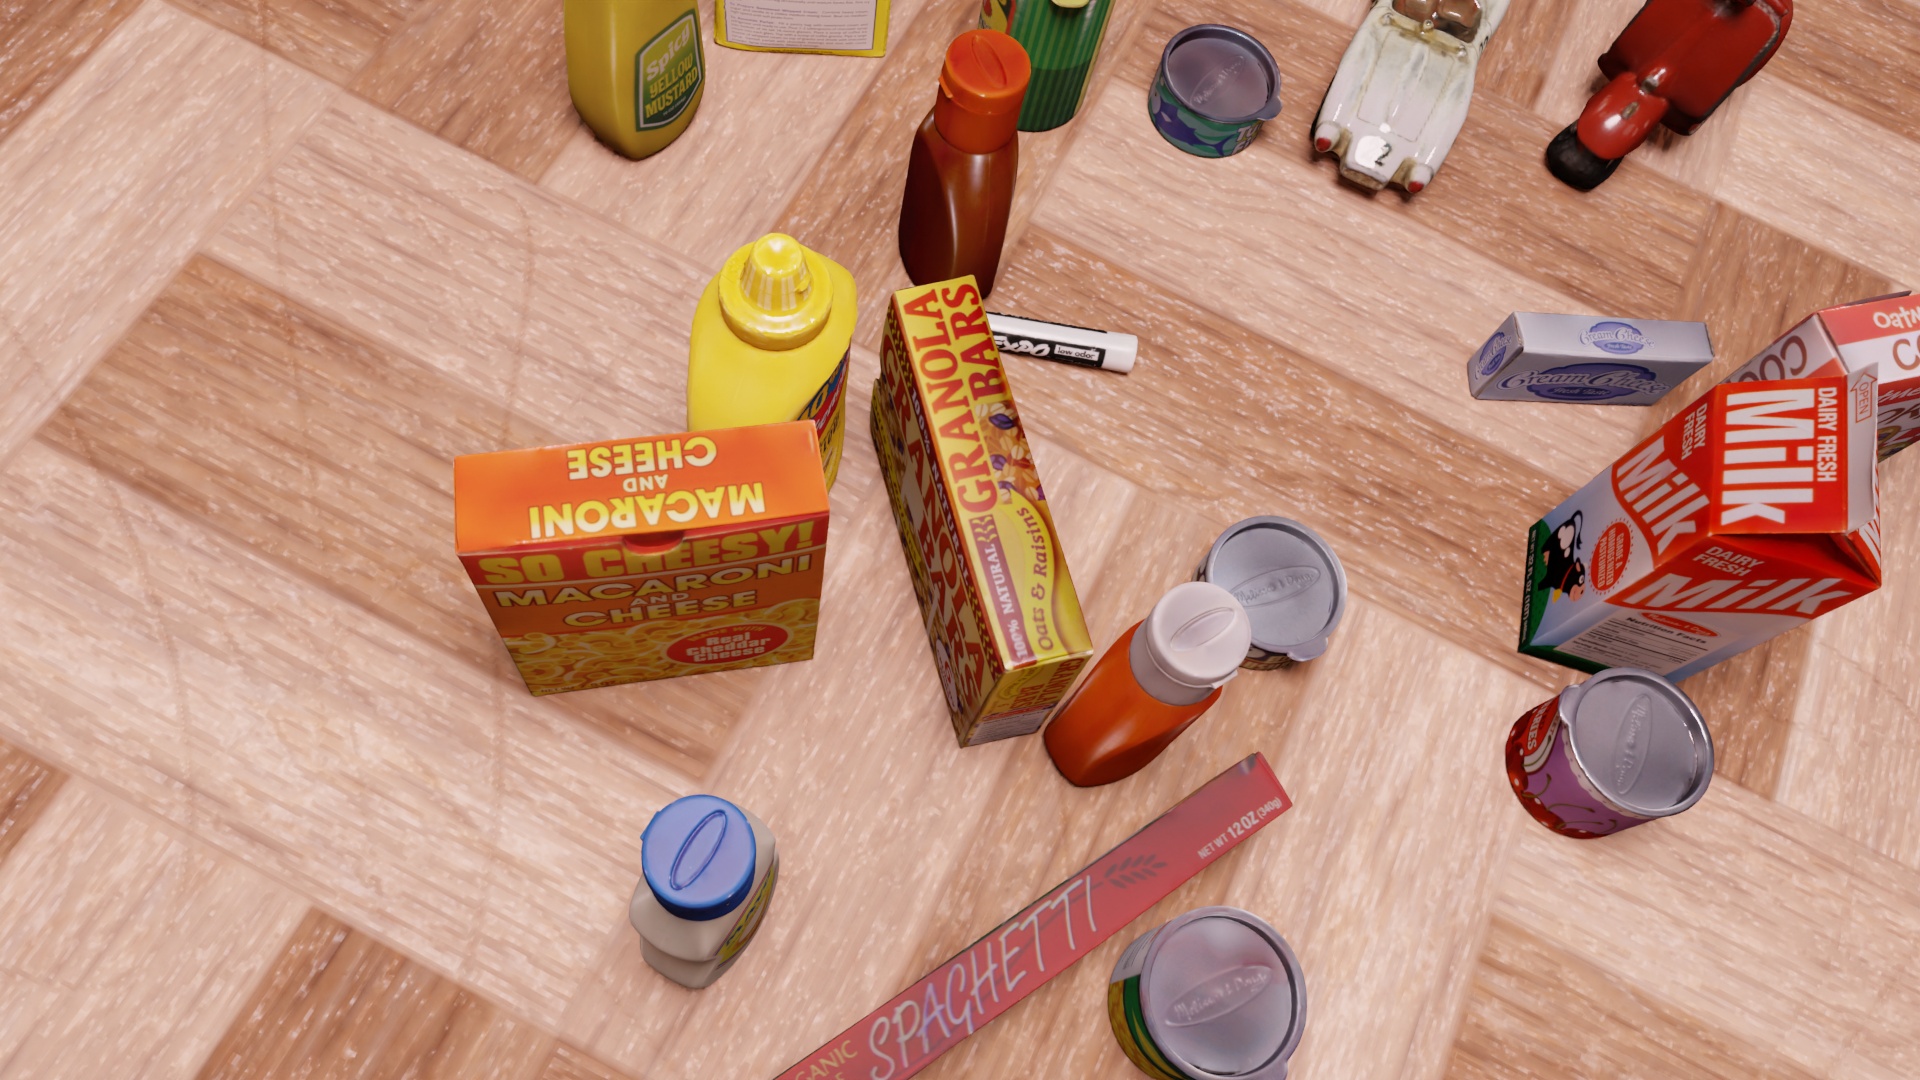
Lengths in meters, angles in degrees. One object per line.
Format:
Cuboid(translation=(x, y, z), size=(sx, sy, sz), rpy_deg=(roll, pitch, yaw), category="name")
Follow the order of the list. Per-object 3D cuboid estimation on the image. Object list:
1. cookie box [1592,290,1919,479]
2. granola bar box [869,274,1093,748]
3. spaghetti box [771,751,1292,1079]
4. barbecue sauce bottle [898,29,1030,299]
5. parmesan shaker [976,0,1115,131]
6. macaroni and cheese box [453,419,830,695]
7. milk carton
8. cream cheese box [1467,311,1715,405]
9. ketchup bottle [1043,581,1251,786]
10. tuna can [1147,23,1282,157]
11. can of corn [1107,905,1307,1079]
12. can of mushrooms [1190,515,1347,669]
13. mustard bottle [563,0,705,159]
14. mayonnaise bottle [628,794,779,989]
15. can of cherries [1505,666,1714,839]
Cuboid(translation=(0.395, -0.058, 0.641), size=(0.123, 0.166, 0.040), rpy_deg=(-11, 70, -12), category="cookie box")
Cuboid(translation=(0.002, -0.007, 0.586), size=(0.039, 0.123, 0.166), rpy_deg=(-12, 70, -13), category="granola bar box")
Cuboid(translation=(0.025, 0.165, 0.558), size=(0.251, 0.050, 0.029), rpy_deg=(-30, 75, -18), category="spaghetti box")
Cuboid(translation=(0.001, -0.170, 0.640), size=(0.044, 0.148, 0.065), rpy_deg=(-19, 72, -15), category="barbecue sauce bottle")
Cuboid(translation=(0.042, -0.264, 0.710), size=(0.071, 0.102, 0.071), rpy_deg=(3, 68, -7), category="parmesan shaker")
Cuboid(translation=(-0.116, 0.013, 0.537), size=(0.124, 0.165, 0.040), rpy_deg=(-7, 69, -11), category="macaroni and cheese box")
Cuboid(translation=(0.322, -0.002, 0.595), size=(0.073, 0.189, 0.072), rpy_deg=(17, 67, -1), category="milk carton")
Cuboid(translation=(0.318, -0.091, 0.705), size=(0.104, 0.053, 0.024), rpy_deg=(2, 68, -8), category="cream cheese box")
Cuboid(translation=(0.076, 0.059, 0.556), size=(0.065, 0.148, 0.043), rpy_deg=(-28, 75, -18), category="ketchup bottle")
Cuboid(translation=(0.139, -0.242, 0.752), size=(0.071, 0.032, 0.071), rpy_deg=(3, 67, -7), category="tuna can")
Cuboid(translation=(0.098, 0.186, 0.556), size=(0.071, 0.058, 0.071), rpy_deg=(3, 68, -7), category="can of corn")
Cuboid(translation=(0.142, 0.027, 0.642), size=(0.071, 0.033, 0.071), rpy_deg=(3, 67, -7), category="can of mushrooms")
Cuboid(translation=(-0.153, -0.246, 0.642), size=(0.049, 0.159, 0.065), rpy_deg=(38, 68, 7), category="mustard bottle")
Cuboid(translation=(-0.092, 0.125, 0.504), size=(0.041, 0.147, 0.065), rpy_deg=(30, 67, 4), category="mayonnaise bottle")
Cuboid(translation=(0.286, 0.094, 0.621), size=(0.071, 0.058, 0.072), rpy_deg=(3, 68, -7), category="can of cherries")
